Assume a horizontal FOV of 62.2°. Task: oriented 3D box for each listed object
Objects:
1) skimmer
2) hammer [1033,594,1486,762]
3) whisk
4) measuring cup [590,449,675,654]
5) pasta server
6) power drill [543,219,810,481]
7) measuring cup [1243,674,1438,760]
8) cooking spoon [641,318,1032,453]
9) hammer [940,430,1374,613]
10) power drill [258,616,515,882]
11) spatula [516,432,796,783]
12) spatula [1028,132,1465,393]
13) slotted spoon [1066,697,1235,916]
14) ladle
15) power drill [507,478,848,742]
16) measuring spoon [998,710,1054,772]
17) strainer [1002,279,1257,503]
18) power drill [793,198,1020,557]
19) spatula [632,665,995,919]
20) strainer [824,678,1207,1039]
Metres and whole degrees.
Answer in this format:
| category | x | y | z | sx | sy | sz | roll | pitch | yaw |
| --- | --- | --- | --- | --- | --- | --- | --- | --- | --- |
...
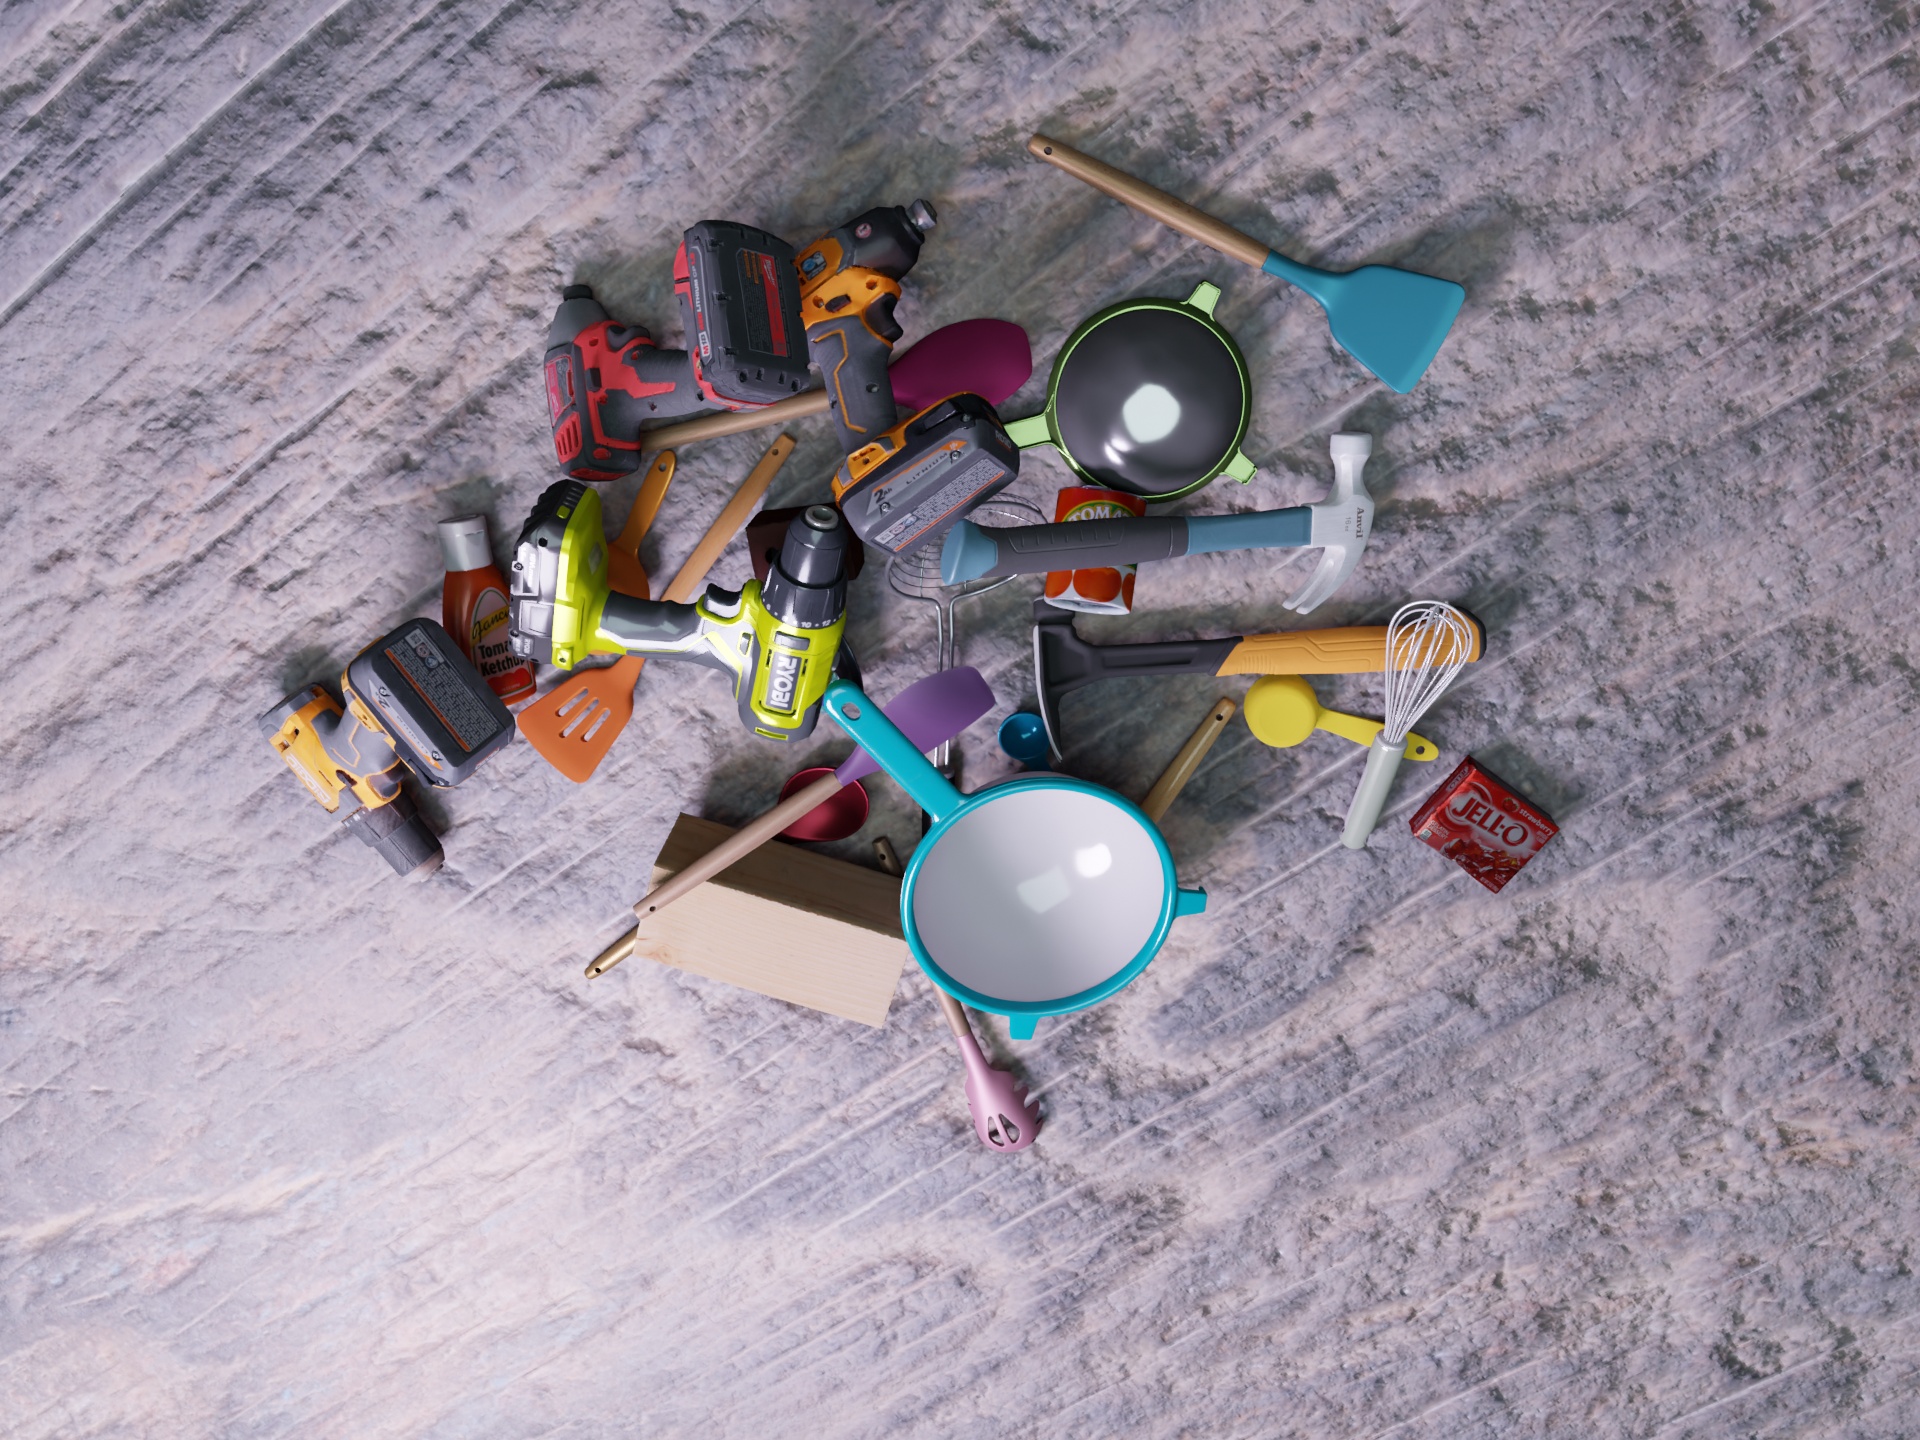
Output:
| category | x | y | z | sx | sy | sz | roll | pitch | yaw |
| --- | --- | --- | --- | --- | --- | --- | --- | --- | --- |
| skimmer | -0.002 | -0.004 | 1.222 | 0.127 | 0.090 | 0.363 | -7 | 114 | -23 |
| hammer | 0.225 | -0.042 | 1.199 | 0.337 | 0.034 | 0.127 | -4 | 79 | 3 |
| whisk | 0.324 | 0.008 | 1.190 | 0.059 | 0.058 | 0.246 | 22 | 133 | 15 |
| measuring cup | -0.269 | -0.130 | 1.210 | 0.095 | 0.052 | 0.173 | 33 | 103 | 16 |
| pasta server | -0.007 | 0.238 | 1.348 | 0.060 | 0.040 | 0.316 | -20 | 103 | 12 |
| power drill | -0.212 | -0.261 | 1.113 | 0.220 | 0.078 | 0.143 | -13 | 83 | 40 |
| measuring cup | 0.296 | 0.008 | 1.231 | 0.156 | 0.029 | 0.062 | 17 | 111 | 1 |
| cooking spoon | -0.103 | -0.237 | 1.178 | 0.319 | 0.017 | 0.069 | -11 | 86 | 12 |
| hammer | 0.144 | -0.131 | 1.122 | 0.331 | 0.033 | 0.128 | -7 | 106 | -19 |
| power drill | -0.439 | 0.032 | 1.246 | 0.226 | 0.084 | 0.185 | -24 | 107 | 43 |
| spatula | -0.228 | -0.093 | 1.236 | 0.081 | 0.041 | 0.322 | 43 | 108 | 12 |
| spatula | 0.191 | -0.334 | 1.109 | 0.317 | 0.044 | 0.082 | 25 | 114 | -3 |
| slotted spoon | 0.130 | 0.111 | 1.287 | 0.070 | 0.031 | 0.313 | 34 | 108 | 3 |
| ladle | -0.200 | 0.132 | 1.325 | 0.315 | 0.031 | 0.069 | -36 | 104 | 18 |
| power drill | -0.192 | -0.089 | 1.117 | 0.228 | 0.080 | 0.190 | 14 | 131 | -4 |
| measuring spoon | 0.068 | 0.043 | 1.277 | 0.042 | 0.021 | 0.128 | -22 | 116 | 12 |
| strainer | 0.085 | -0.212 | 1.149 | 0.256 | 0.069 | 0.151 | -13 | 109 | 8 |
| power drill | -0.050 | -0.246 | 1.100 | 0.164 | 0.084 | 0.227 | -34 | 69 | 16 |
| spatula | -0.114 | 0.056 | 1.193 | 0.316 | 0.018 | 0.059 | -34 | 124 | 2 |
| strainer | 0.015 | 0.076 | 1.213 | 0.211 | 0.095 | 0.340 | -39 | 111 | 13 |
